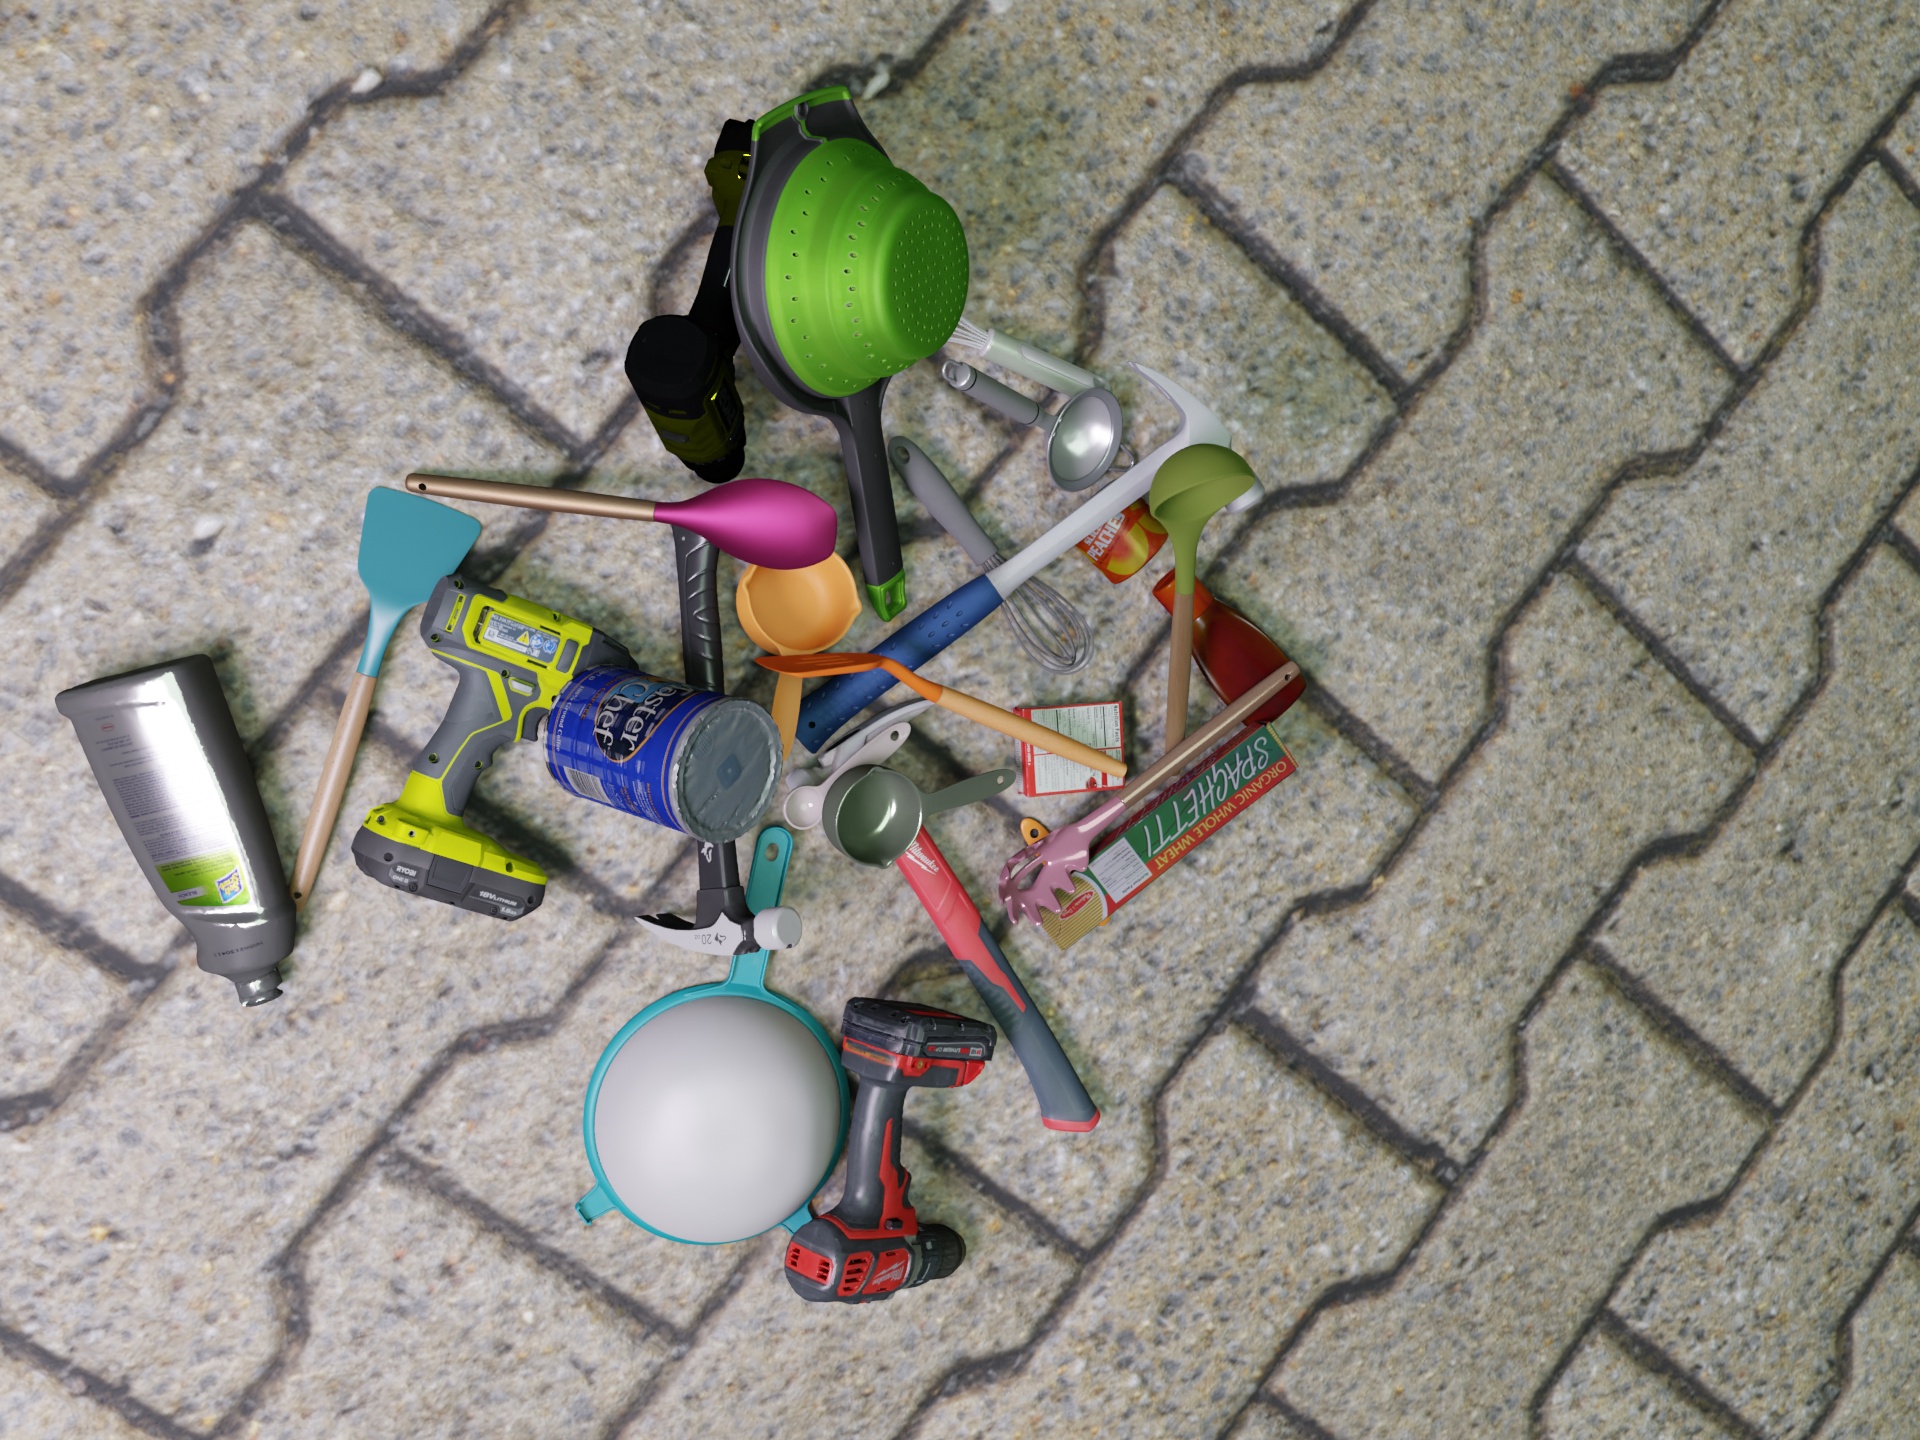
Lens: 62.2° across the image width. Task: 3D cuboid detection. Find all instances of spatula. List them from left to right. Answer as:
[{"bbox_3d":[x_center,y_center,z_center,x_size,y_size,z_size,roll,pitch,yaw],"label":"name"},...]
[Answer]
[{"bbox_3d":[-0.441,-0.011,1.169,0.082,0.044,0.317,18,94,-16],"label":"spatula"},{"bbox_3d":[-0.002,-0.004,1.219,0.322,0.081,0.041,22,89,-29],"label":"spatula"}]

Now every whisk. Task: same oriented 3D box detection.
[{"bbox_3d":[0.014,-0.303,1.257,0.246,0.059,0.058,20,56,-19],"label":"whisk"},{"bbox_3d":[0.023,-0.133,1.271,0.055,0.055,0.239,-42,98,-9],"label":"whisk"}]

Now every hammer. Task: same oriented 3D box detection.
[{"bbox_3d":[-0.194,0.009,1.201,0.035,0.146,0.335,2,81,-53],"label":"hammer"},{"bbox_3d":[0.019,0.167,1.295,0.143,0.038,0.386,-34,101,-12],"label":"hammer"},{"bbox_3d":[0.032,-0.114,1.228,0.405,0.035,0.144,-36,104,4],"label":"hammer"}]

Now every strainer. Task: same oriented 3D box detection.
[{"bbox_3d":[-0.168,0.253,1.221,0.211,0.095,0.340,11,92,-15],"label":"strainer"},{"bbox_3d":[0.057,-0.236,1.222,0.258,0.050,0.087,12,105,-57],"label":"strainer"}]

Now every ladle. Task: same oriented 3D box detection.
[{"bbox_3d":[0.177,-0.073,1.232,0.078,0.062,0.319,-13,130,-13],"label":"ladle"}]

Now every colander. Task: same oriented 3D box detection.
[{"bbox_3d":[-0.049,-0.242,1.143,0.204,0.094,0.396,-44,137,-42],"label":"colander"}]

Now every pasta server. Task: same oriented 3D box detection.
[{"bbox_3d":[0.154,0.052,1.284,0.316,0.040,0.060,-37,114,-7],"label":"pasta server"}]

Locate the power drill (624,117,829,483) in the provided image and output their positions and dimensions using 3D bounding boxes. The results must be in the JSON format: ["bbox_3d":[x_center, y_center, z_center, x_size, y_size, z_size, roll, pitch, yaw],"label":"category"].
[{"bbox_3d":[-0.163,-0.294,1.154,0.080,0.190,0.228,17,77,7],"label":"power drill"}]

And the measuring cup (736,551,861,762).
[{"bbox_3d":[-0.134,-0.051,1.219,0.095,0.052,0.174,11,83,-22],"label":"measuring cup"}]

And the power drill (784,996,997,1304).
[{"bbox_3d":[-0.041,0.341,1.248,0.187,0.080,0.227,20,81,-52],"label":"power drill"}]

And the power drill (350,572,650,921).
[{"bbox_3d":[-0.335,0.025,1.166,0.171,0.080,0.223,23,85,-29],"label":"power drill"}]

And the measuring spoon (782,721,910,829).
[{"bbox_3d":[-0.089,0.039,1.231,0.124,0.018,0.034,-38,116,-19],"label":"measuring spoon"}]

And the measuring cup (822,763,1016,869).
[{"bbox_3d":[-0.033,0.060,1.239,0.167,0.038,0.083,-15,110,-32],"label":"measuring cup"}]

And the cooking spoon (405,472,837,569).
[{"bbox_3d":[-0.249,-0.156,1.168,0.319,0.017,0.068,7,115,1],"label":"cooking spoon"}]

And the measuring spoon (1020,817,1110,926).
[{"bbox_3d":[0.088,0.127,1.323,0.021,0.011,0.117,-41,103,-9],"label":"measuring spoon"}]
